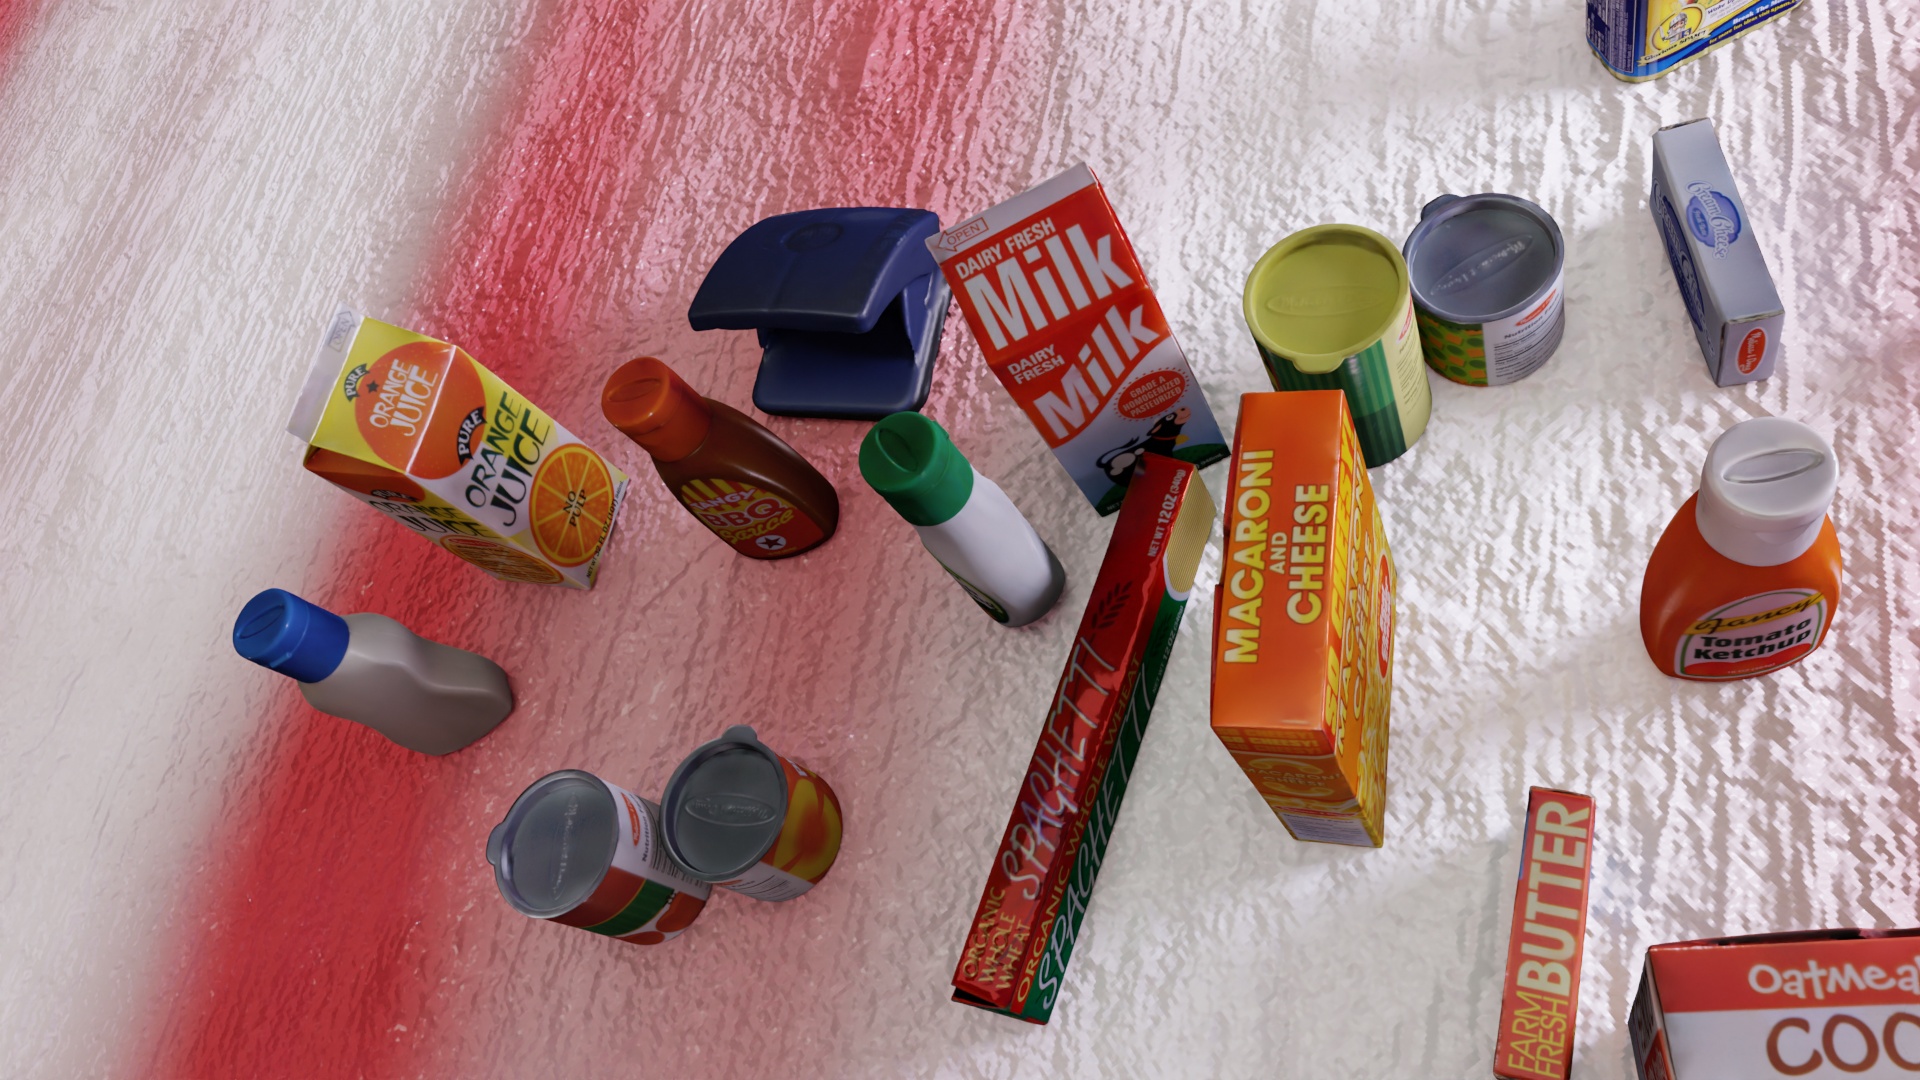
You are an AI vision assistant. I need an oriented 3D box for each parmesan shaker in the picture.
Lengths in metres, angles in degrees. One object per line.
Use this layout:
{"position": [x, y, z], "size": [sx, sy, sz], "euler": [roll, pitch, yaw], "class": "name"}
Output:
{"position": [0.165, -0.078, 0.604], "size": [0.071, 0.103, 0.071], "euler": [-10, 62, 20], "class": "parmesan shaker"}

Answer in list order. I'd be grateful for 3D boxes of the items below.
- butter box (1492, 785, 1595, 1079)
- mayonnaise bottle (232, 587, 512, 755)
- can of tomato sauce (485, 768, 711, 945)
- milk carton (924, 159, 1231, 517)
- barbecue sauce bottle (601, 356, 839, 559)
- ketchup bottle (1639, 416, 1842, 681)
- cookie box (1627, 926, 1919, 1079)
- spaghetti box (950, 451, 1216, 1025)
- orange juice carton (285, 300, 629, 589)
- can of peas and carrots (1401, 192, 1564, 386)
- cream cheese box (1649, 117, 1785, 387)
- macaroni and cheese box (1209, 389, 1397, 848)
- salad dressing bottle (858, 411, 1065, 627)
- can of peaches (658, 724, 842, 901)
{"position": [0.213, 0.146, 0.503], "size": [0.024, 0.053, 0.104], "euler": [6, 68, 26], "class": "butter box"}
{"position": [-0.300, 0.067, 0.711], "size": [0.064, 0.147, 0.041], "euler": [-30, 58, 8], "class": "mayonnaise bottle"}
{"position": [-0.166, 0.151, 0.650], "size": [0.071, 0.083, 0.071], "euler": [-10, 62, 20], "class": "can of tomato sauce"}
{"position": [0.053, -0.091, 0.608], "size": [0.072, 0.190, 0.074], "euler": [-26, 58, 11], "class": "milk carton"}
{"position": [-0.119, -0.038, 0.683], "size": [0.065, 0.148, 0.044], "euler": [-13, 62, 18], "class": "barbecue sauce bottle"}
{"position": [0.275, 0.006, 0.486], "size": [0.064, 0.148, 0.044], "euler": [-14, 61, 18], "class": "ketchup bottle"}
{"position": [0.268, 0.146, 0.409], "size": [0.123, 0.167, 0.040], "euler": [-10, 63, 20], "class": "cookie box"}
{"position": [0.058, 0.083, 0.604], "size": [0.029, 0.050, 0.251], "euler": [12, 71, 28], "class": "spaghetti box"}
{"position": [-0.265, -0.044, 0.724], "size": [0.073, 0.192, 0.072], "euler": [4, 68, 26], "class": "orange juice carton"}
{"position": [0.231, -0.112, 0.618], "size": [0.071, 0.058, 0.071], "euler": [-10, 62, 20], "class": "can of peas and carrots"}
{"position": [0.318, -0.121, 0.587], "size": [0.024, 0.053, 0.104], "euler": [-13, 61, 18], "class": "cream cheese box"}
{"position": [0.133, 0.037, 0.524], "size": [0.040, 0.166, 0.124], "euler": [-1, 66, 24], "class": "macaroni and cheese box"}
{"position": [0.002, -0.008, 0.615], "size": [0.044, 0.147, 0.064], "euler": [-42, 57, 0], "class": "salad dressing bottle"}
{"position": [-0.095, 0.128, 0.645], "size": [0.071, 0.058, 0.071], "euler": [-10, 62, 20], "class": "can of peaches"}
